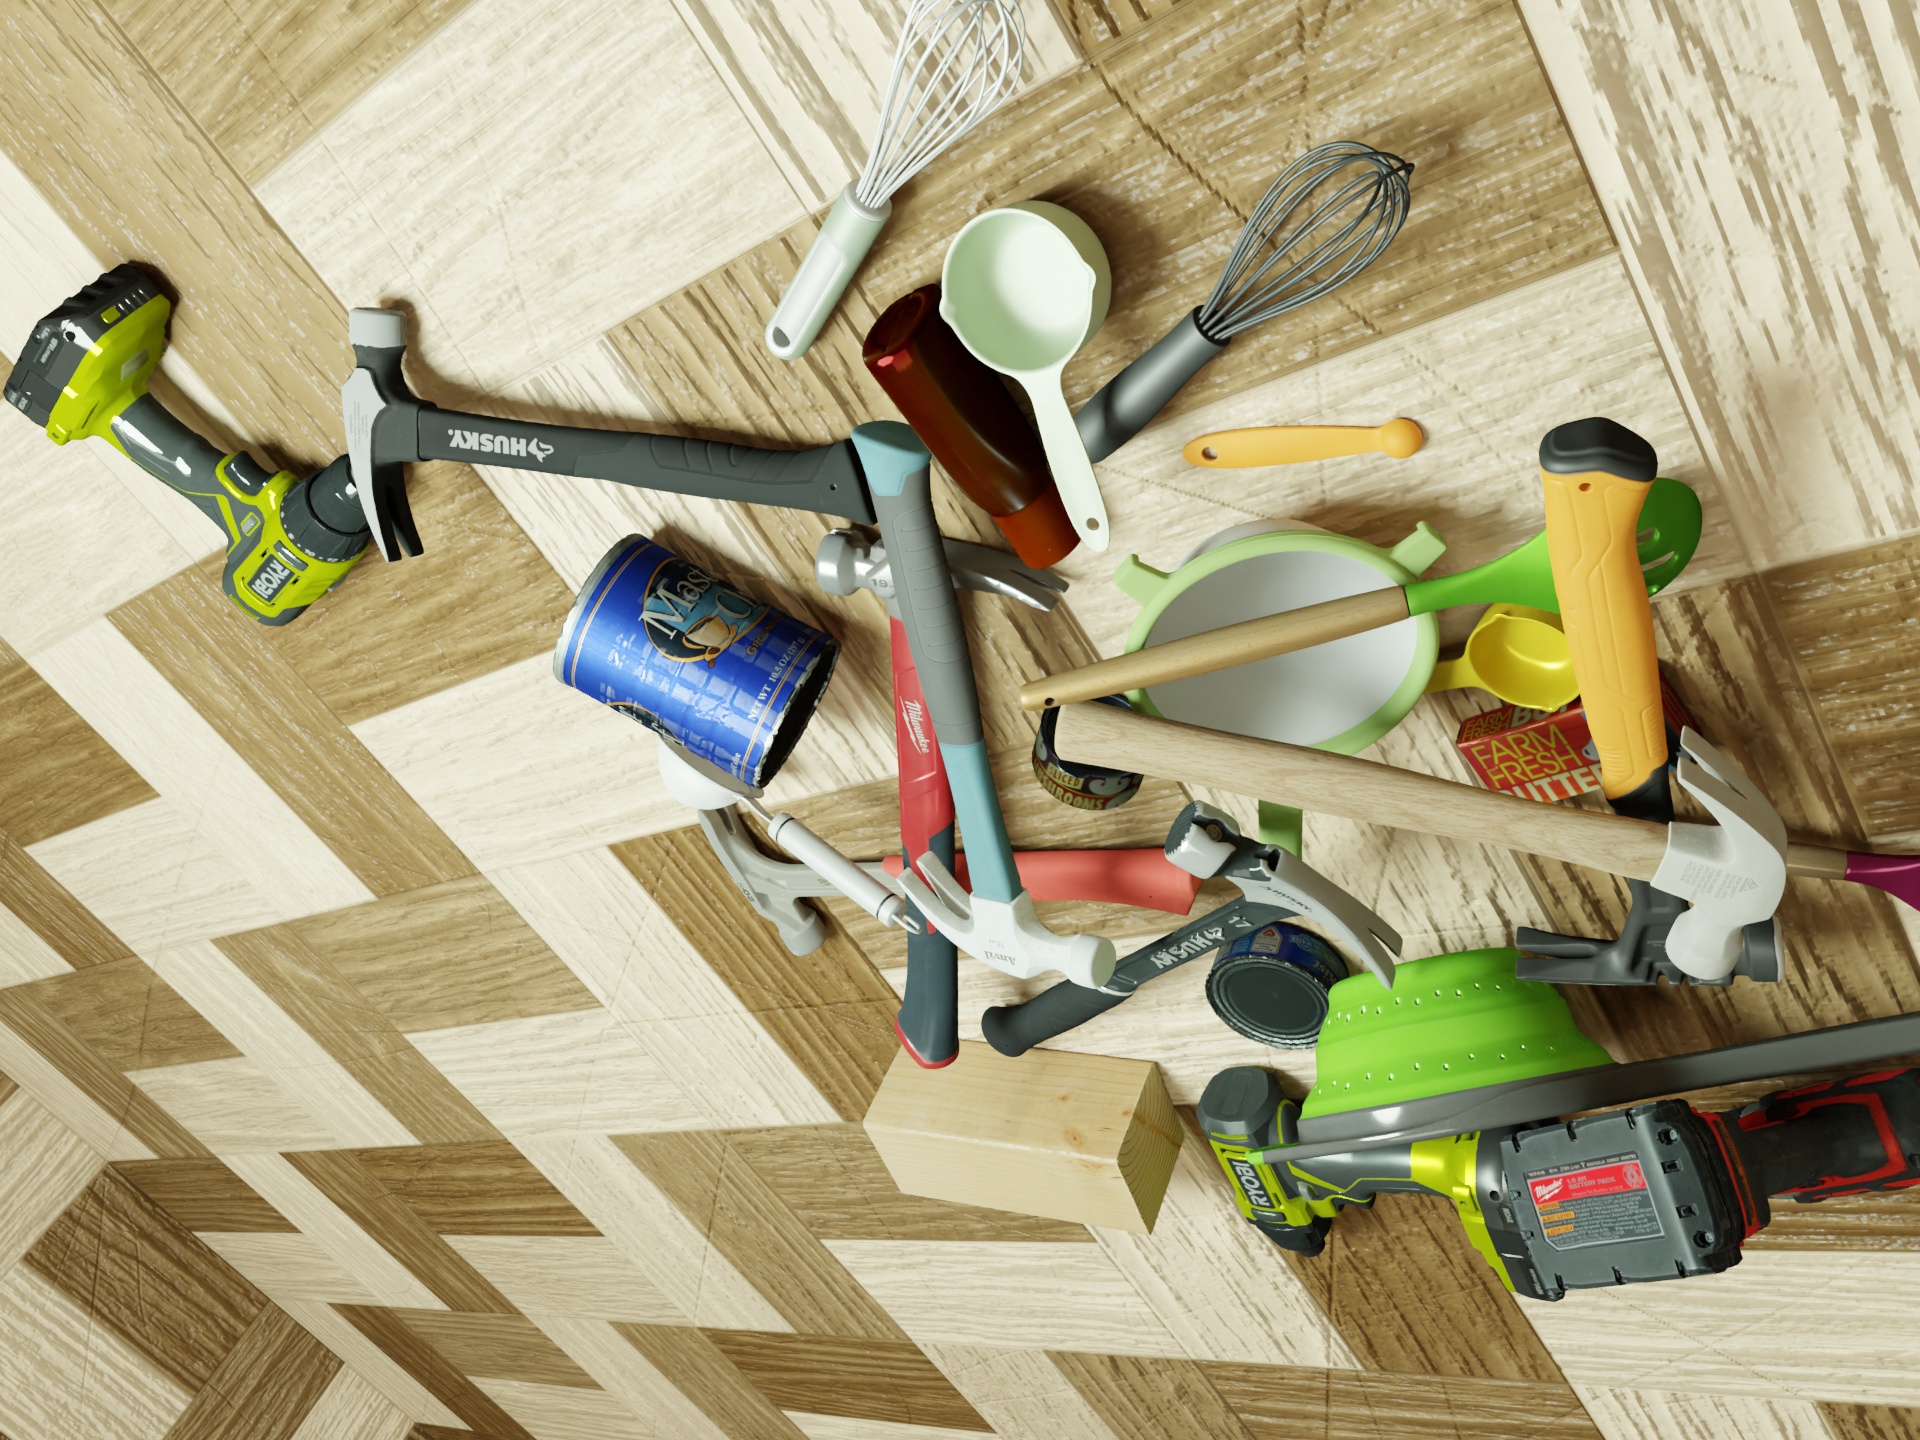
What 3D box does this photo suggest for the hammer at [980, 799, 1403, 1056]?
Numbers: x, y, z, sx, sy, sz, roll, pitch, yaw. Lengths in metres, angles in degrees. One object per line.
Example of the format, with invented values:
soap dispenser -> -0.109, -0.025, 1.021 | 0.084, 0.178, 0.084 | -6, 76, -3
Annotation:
hammer -> 0.109, 0.157, 0.985 | 0.149, 0.036, 0.409 | 29, 151, -9

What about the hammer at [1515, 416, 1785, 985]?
hammer -> 0.295, 0.009, 0.722 | 0.127, 0.034, 0.336 | -5, 132, 27

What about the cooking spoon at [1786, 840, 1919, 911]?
cooking spoon -> 0.403, 0.067, 0.777 | 0.319, 0.017, 0.068 | 7, 134, 17

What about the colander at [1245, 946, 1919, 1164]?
colander -> 0.345, 0.162, 0.867 | 0.397, 0.095, 0.204 | -16, 163, 20

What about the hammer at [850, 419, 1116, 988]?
hammer -> -0.001, -0.003, 0.869 | 0.128, 0.033, 0.330 | 7, 121, 38

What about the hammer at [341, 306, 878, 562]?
hammer -> -0.203, -0.145, 0.906 | 0.335, 0.035, 0.146 | 10, 107, 16

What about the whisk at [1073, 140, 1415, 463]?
whisk -> 0.111, -0.175, 0.715 | 0.055, 0.055, 0.239 | 40, 141, -10

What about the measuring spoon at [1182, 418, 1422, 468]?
measuring spoon -> 0.159, -0.129, 0.755 | 0.117, 0.011, 0.021 | 1, 130, 29

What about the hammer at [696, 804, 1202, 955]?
hammer -> -0.008, 0.097, 1.049 | 0.359, 0.037, 0.149 | -5, 127, 34

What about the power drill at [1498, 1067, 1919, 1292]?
power drill -> 0.395, 0.241, 0.850 | 0.226, 0.080, 0.188 | -2, 159, -30

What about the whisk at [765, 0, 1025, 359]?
whisk -> -0.040, -0.246, 0.735 | 0.058, 0.059, 0.246 | 47, 142, 1

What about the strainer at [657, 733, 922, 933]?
strainer -> -0.121, 0.066, 1.017 | 0.259, 0.050, 0.086 | 33, -173, 28

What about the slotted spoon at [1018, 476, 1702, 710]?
slotted spoon -> 0.178, -0.046, 0.725 | 0.314, 0.031, 0.070 | -14, 132, 13

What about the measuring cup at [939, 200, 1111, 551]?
measuring cup -> 0.048, -0.162, 0.750 | 0.083, 0.038, 0.167 | -5, 117, 34

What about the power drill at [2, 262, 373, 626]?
power drill -> -0.485, -0.178, 1.036 | 0.228, 0.080, 0.190 | 45, 137, -18

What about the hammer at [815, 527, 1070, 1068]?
hammer -> -0.006, 0.069, 0.975 | 0.143, 0.038, 0.386 | 12, 125, 21

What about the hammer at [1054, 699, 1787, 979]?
hammer -> 0.205, 0.035, 0.740 | 0.331, 0.031, 0.129 | 12, 138, 14

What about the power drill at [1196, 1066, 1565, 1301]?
power drill -> 0.286, 0.311, 1.057 | 0.223, 0.080, 0.171 | -3, 128, 37

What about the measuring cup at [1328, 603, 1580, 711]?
measuring cup -> 0.243, -0.031, 0.798 | 0.156, 0.029, 0.062 | -8, 126, 50

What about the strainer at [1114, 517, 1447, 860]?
strainer -> 0.161, -0.009, 0.822 | 0.151, 0.069, 0.256 | -6, 133, 5
